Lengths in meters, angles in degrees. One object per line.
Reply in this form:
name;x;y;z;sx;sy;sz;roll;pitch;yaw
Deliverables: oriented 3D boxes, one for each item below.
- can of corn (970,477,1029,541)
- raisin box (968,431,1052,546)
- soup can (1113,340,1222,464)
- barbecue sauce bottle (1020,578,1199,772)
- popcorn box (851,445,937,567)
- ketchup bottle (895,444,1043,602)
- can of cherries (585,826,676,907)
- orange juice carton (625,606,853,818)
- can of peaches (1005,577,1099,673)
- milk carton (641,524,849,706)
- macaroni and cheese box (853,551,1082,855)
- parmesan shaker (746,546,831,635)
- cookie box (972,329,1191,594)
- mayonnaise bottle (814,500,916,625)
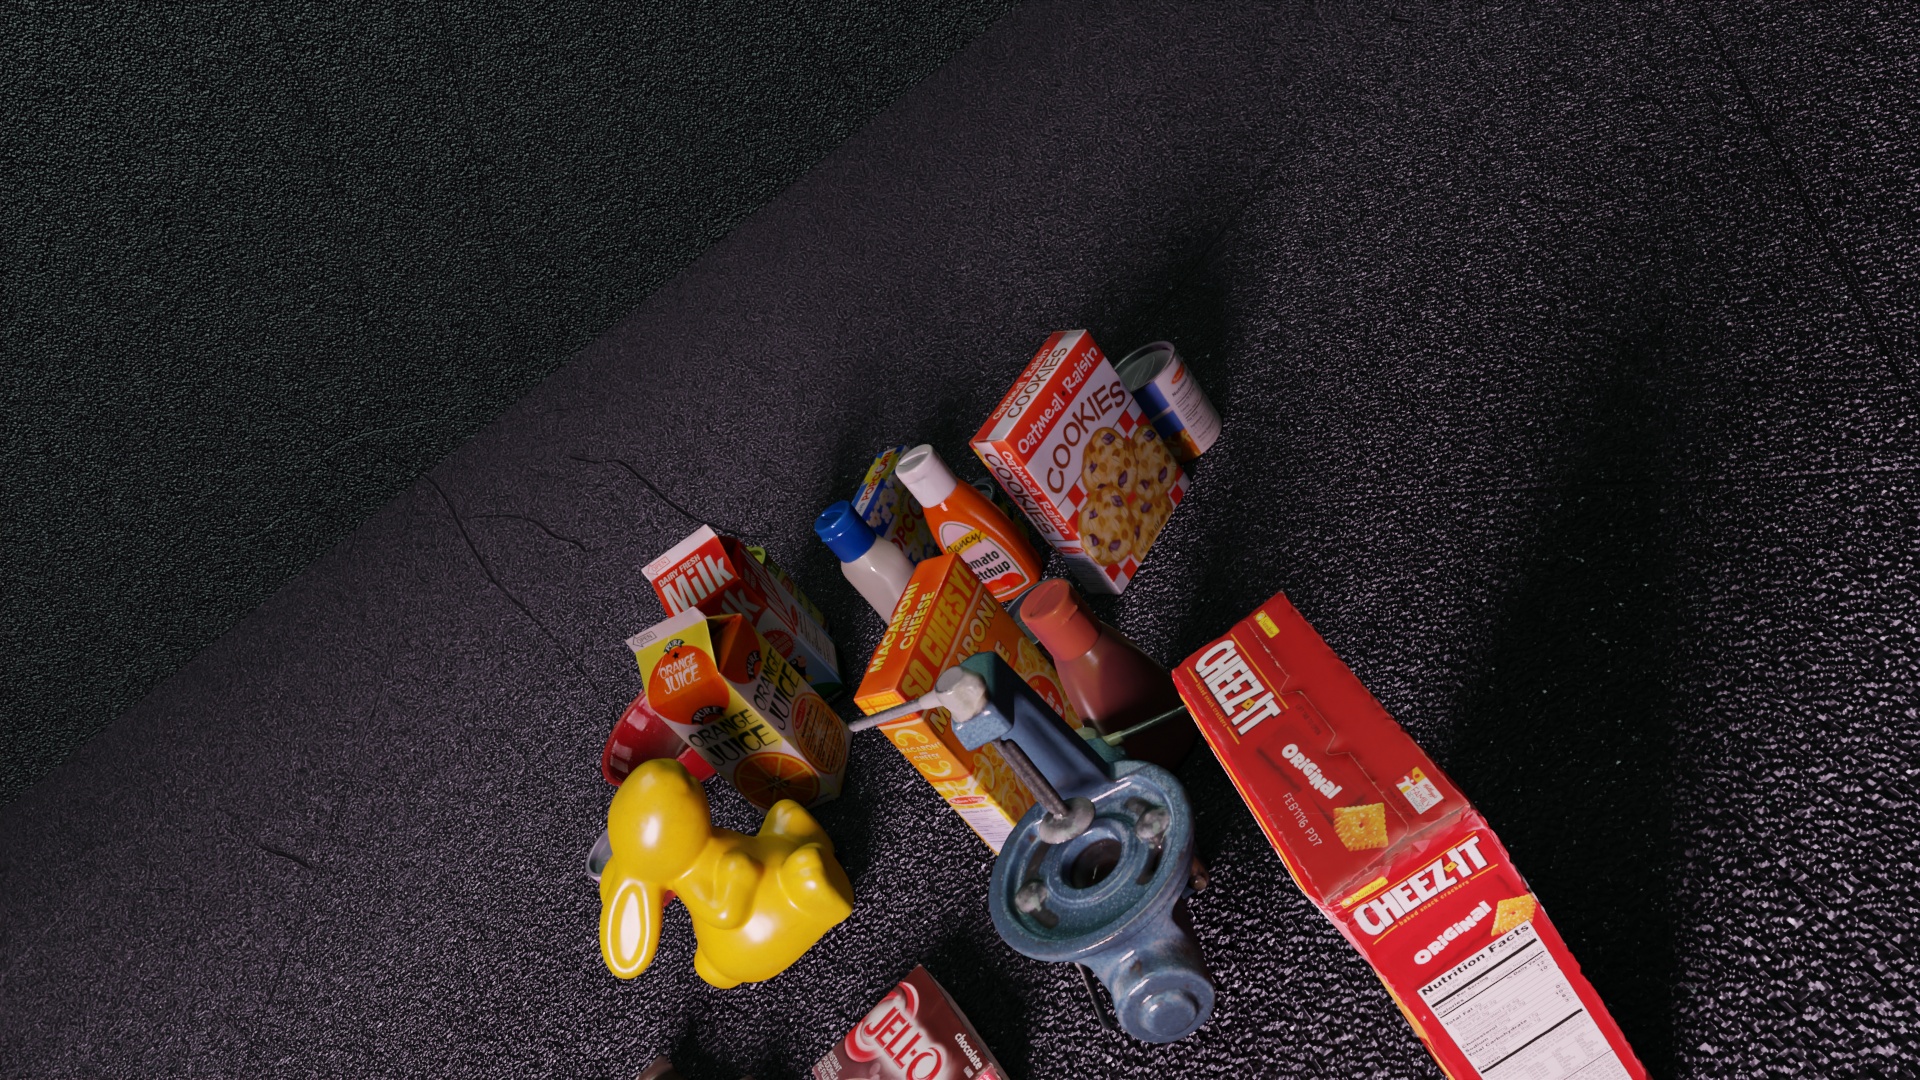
can of corn;0.019;-0.010;1.206;0.071;0.058;0.071;-29;29;18
raisin box;0.076;-0.064;1.149;0.086;0.123;0.040;-47;28;-15
soup can;0.167;-0.113;1.154;0.071;0.083;0.072;-29;29;18
barbecue sauce bottle;0.093;0.086;0.874;0.065;0.148;0.043;-51;29;-21
popcorn box;-0.061;-0.015;1.282;0.038;0.085;0.127;-17;35;37
ketchup bottle;0.004;-0.014;1.133;0.064;0.148;0.044;-22;32;30
can of cherries;-0.262;0.265;1.134;0.071;0.058;0.072;-29;29;18
orange juice carton;-0.172;0.128;1.086;0.071;0.192;0.073;-26;30;24
can of peaches;0.070;0.072;1.022;0.071;0.058;0.071;-29;29;18
milk carton;-0.183;0.070;1.187;0.072;0.190;0.074;-35;27;8
macaroni and cheese box;0.011;0.109;0.920;0.040;0.166;0.124;-17;35;37
parmesan shaker;-0.174;0.063;1.283;0.071;0.103;0.072;-29;29;18
cookie box;0.096;-0.060;1.070;0.040;0.167;0.123;-1;45;50
mayonnaise bottle;-0.062;0.030;1.147;0.064;0.147;0.041;-4;44;49
